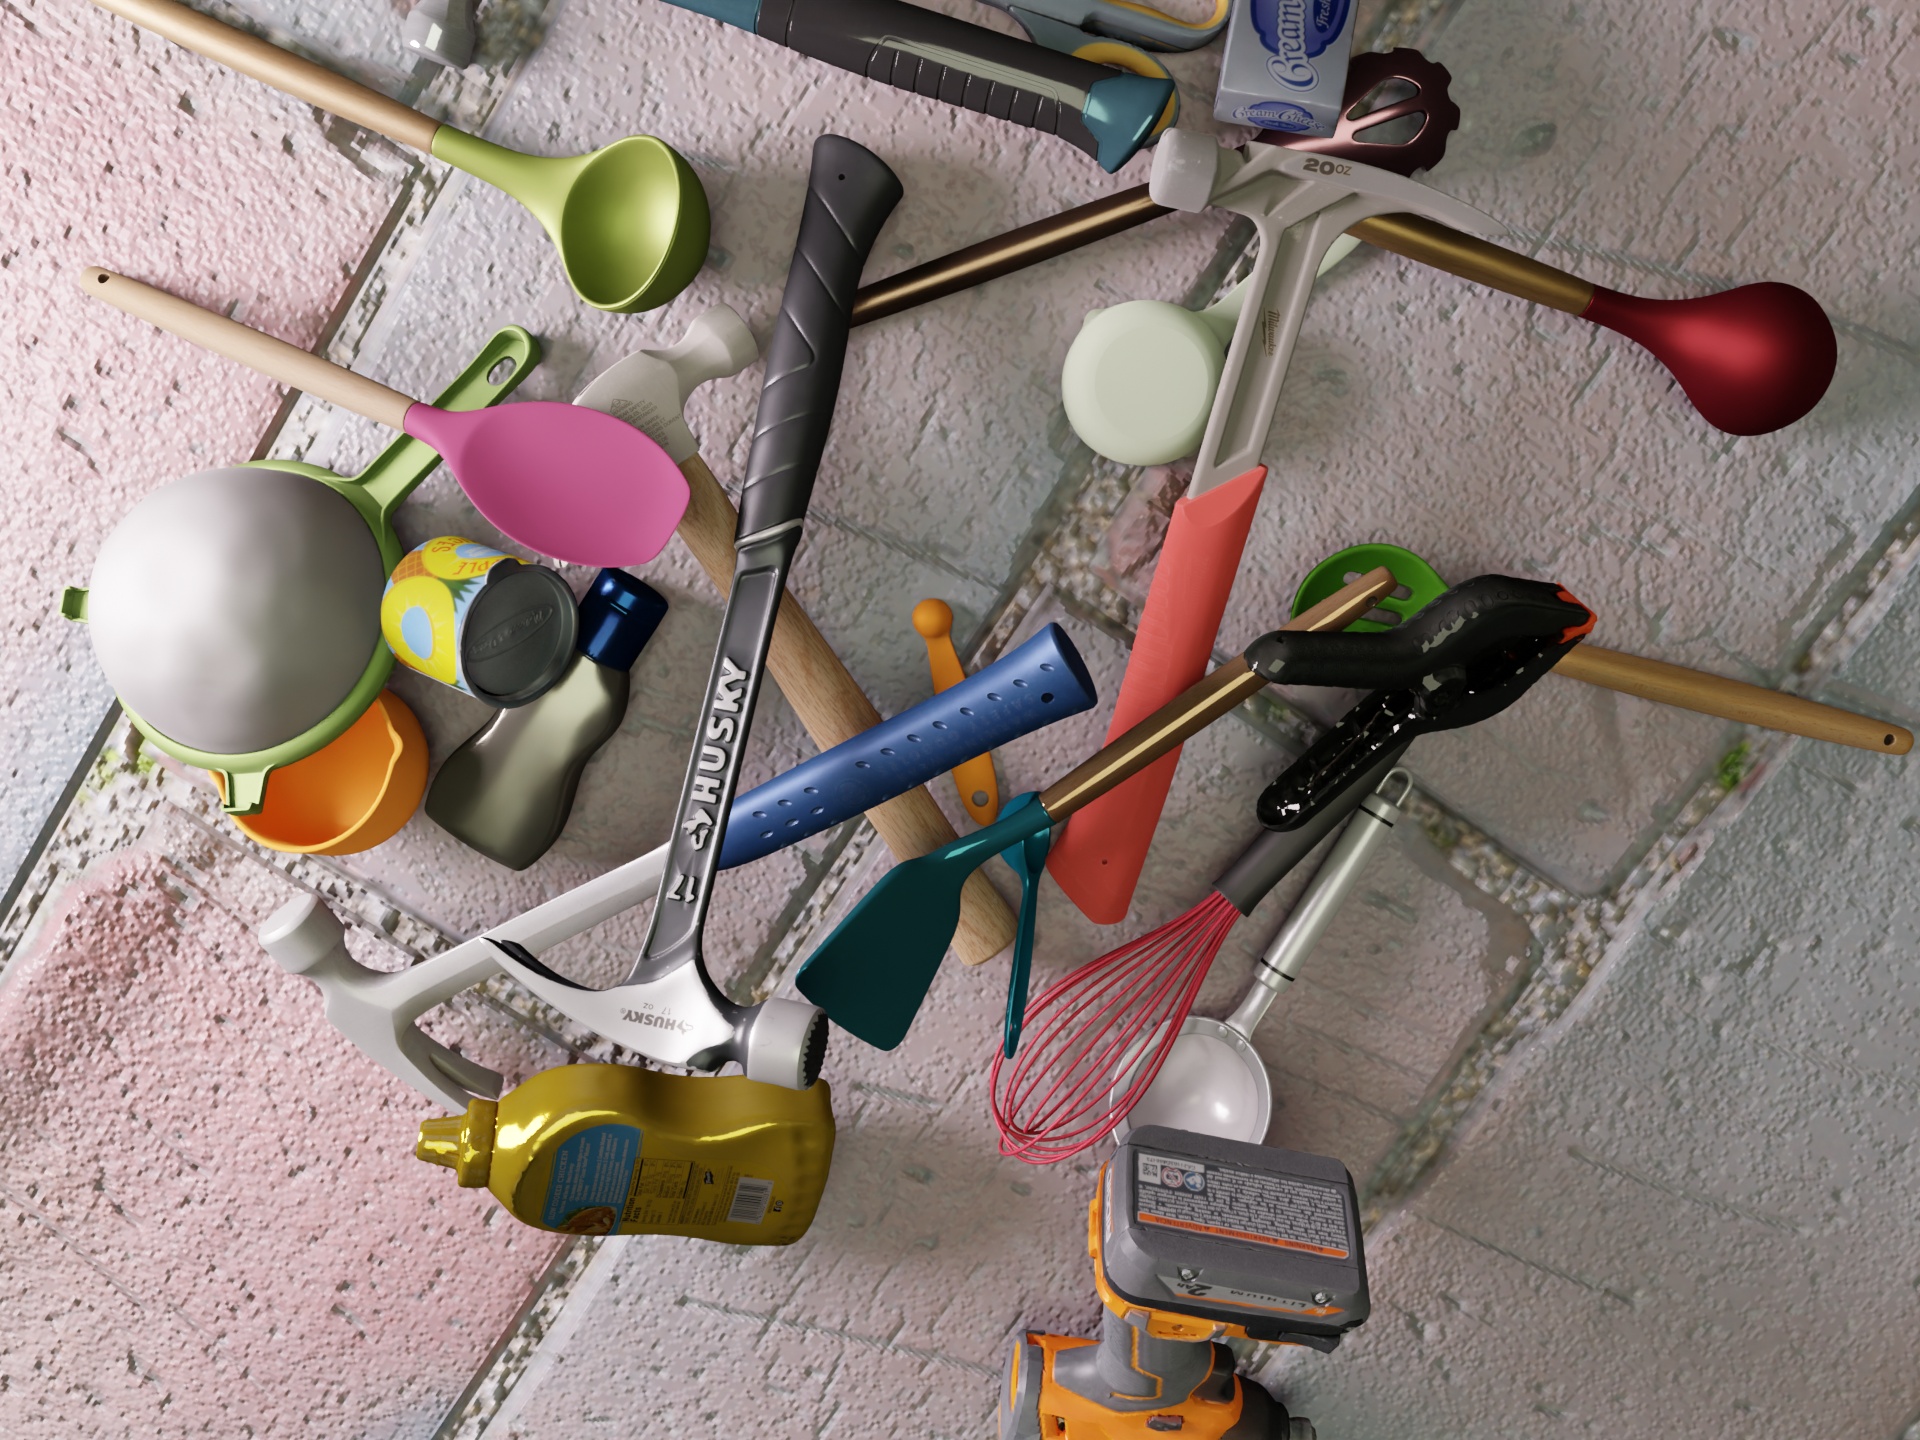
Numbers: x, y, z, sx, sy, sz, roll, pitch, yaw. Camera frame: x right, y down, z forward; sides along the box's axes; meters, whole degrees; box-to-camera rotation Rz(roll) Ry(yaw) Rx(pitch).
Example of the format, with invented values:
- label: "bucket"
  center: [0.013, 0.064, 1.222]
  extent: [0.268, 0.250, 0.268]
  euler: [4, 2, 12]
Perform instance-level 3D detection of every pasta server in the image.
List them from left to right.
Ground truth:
- label: "pasta server"
  center: [0.072, -0.229, 0.720]
  extent: [0.316, 0.040, 0.060]
  euler: [-18, 101, 8]

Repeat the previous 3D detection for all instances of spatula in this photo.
- label: "spatula"
  center: [0.065, 0.034, 0.714]
  extent: [0.317, 0.044, 0.082]
  euler: [-36, 133, 9]

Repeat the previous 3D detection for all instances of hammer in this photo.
- label: "hammer"
  center: [-0.123, 0.067, 0.733]
  extent: [0.405, 0.035, 0.144]
  euler: [-26, 116, 15]
- label: "hammer"
  center: [-0.091, -0.060, 0.681]
  extent: [0.149, 0.036, 0.409]
  euler: [9, 80, 12]
- label: "hammer"
  center: [-0.071, -0.305, 0.688]
  extent: [0.331, 0.033, 0.128]
  euler: [18, 103, 1]
- label: "hammer"
  center: [-0.072, -0.020, 0.747]
  extent: [0.130, 0.031, 0.331]
  euler: [-37, 105, -17]
- label: "hammer"
  center: [0.117, -0.069, 0.720]
  extent: [0.149, 0.037, 0.359]
  euler: [11, 111, -7]

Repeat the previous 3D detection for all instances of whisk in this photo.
- label: "whisk"
  center: [0.117, 0.101, 0.773]
  extent: [0.073, 0.073, 0.296]
  euler: [42, 94, -8]

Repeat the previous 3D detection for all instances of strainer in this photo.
- label: "strainer"
  center: [-0.293, -0.092, 0.710]
  extent: [0.256, 0.069, 0.151]
  euler: [-45, 75, -1]
- label: "strainer"
  center: [0.153, 0.134, 0.787]
  extent: [0.087, 0.050, 0.258]
  euler: [35, 97, 38]

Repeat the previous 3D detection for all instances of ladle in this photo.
- label: "ladle"
  center: [-0.258, -0.268, 0.699]
  extent: [0.320, 0.062, 0.078]
  euler: [24, 101, -2]
- label: "ladle"
  center: [0.254, -0.197, 0.705]
  extent: [0.315, 0.031, 0.069]
  euler: [17, 105, -8]

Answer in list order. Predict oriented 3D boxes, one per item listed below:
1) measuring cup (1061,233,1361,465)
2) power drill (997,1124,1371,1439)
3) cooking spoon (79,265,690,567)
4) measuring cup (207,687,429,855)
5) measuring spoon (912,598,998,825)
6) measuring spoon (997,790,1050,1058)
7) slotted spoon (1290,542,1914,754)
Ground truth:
- label: "measuring cup"
  center: [0.121, -0.181, 0.720]
  extent: [0.167, 0.038, 0.083]
  euler: [-36, 99, 10]
- label: "power drill"
  center: [0.118, 0.298, 0.769]
  extent: [0.164, 0.084, 0.226]
  euler: [12, 130, -4]
- label: "cooking spoon"
  center: [-0.260, -0.142, 0.699]
  extent: [0.319, 0.017, 0.069]
  euler: [24, 75, 13]
- label: "measuring cup"
  center: [-0.301, -0.020, 0.760]
  extent: [0.095, 0.052, 0.174]
  euler: [-7, 78, 7]
- label: "measuring spoon"
  center: [-0.001, -0.002, 0.774]
  extent: [0.021, 0.011, 0.117]
  euler: [-14, 102, 4]
- label: "measuring spoon"
  center: [0.023, 0.097, 0.766]
  extent: [0.021, 0.042, 0.129]
  euler: [3, 80, 22]
- label: "slotted spoon"
  center: [0.306, -0.023, 0.760]
  extent: [0.313, 0.031, 0.070]
  euler: [13, 103, -4]
